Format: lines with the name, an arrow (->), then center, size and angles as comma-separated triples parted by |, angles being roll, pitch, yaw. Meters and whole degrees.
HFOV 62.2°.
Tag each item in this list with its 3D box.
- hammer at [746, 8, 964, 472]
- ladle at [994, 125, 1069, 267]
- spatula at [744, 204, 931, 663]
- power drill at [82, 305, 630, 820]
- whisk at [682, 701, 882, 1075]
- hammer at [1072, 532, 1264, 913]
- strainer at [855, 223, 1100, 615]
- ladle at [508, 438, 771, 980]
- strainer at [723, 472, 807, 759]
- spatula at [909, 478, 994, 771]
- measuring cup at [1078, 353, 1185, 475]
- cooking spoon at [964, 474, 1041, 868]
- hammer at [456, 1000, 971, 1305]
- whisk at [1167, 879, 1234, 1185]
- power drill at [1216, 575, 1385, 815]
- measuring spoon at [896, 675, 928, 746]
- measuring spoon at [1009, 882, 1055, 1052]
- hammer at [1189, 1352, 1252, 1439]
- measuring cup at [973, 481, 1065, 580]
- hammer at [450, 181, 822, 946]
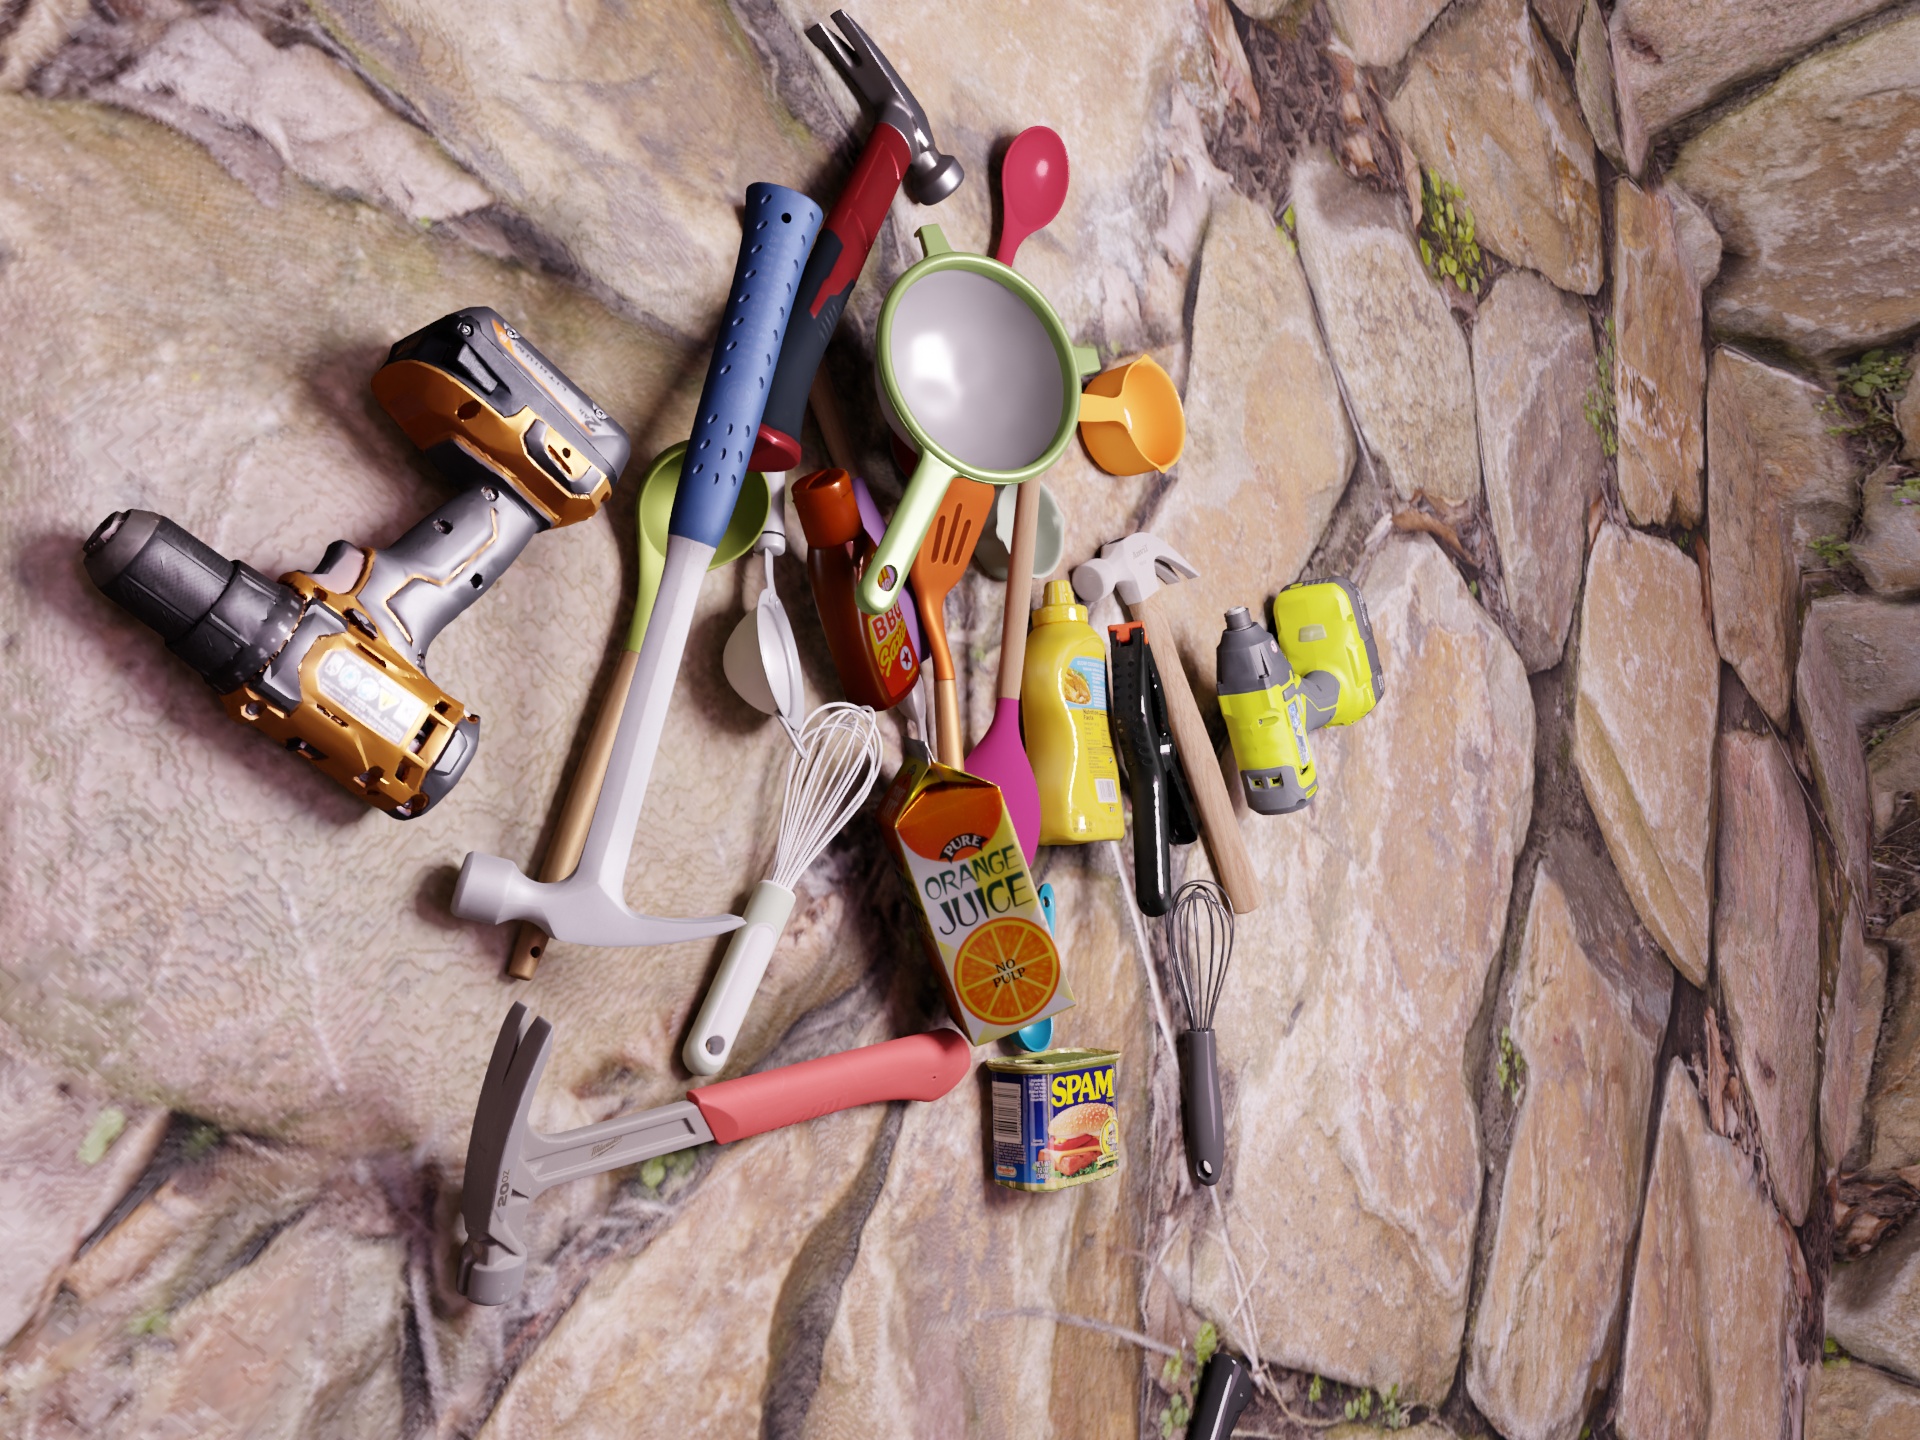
hammer -> -0.087, -0.297, 0.987 | 0.143, 0.038, 0.387 | 47, 40, -31
ladle -> 0.026, -0.314, 1.179 | 0.069, 0.031, 0.316 | 37, 58, -39
spatula -> -0.081, -0.181, 1.036 | 0.060, 0.018, 0.315 | -32, 108, -46
power drill -> -0.277, -0.092, 0.752 | 0.185, 0.084, 0.226 | 43, 58, -33
whisk -> -0.104, 0.094, 0.936 | 0.057, 0.059, 0.246 | 35, 62, -25
hammer -> 0.186, 0.004, 1.298 | 0.130, 0.031, 0.331 | -36, 110, -46
strainer -> -0.020, -0.171, 0.997 | 0.151, 0.069, 0.256 | 33, 67, -23
ladle -> -0.179, -0.013, 0.865 | 0.078, 0.062, 0.320 | 33, 62, -37
strainer -> -0.117, -0.098, 0.963 | 0.086, 0.050, 0.259 | 58, 28, -69
spatula -> -0.002, -0.003, 1.063 | 0.081, 0.041, 0.322 | -1, 86, -56
measuring cup -> 0.107, -0.235, 1.239 | 0.173, 0.052, 0.095 | -8, 89, -48
cooking spoon -> 0.035, -0.040, 1.098 | 0.068, 0.017, 0.319 | 7, 84, -16
hammer -> -0.114, 0.205, 0.884 | 0.359, 0.037, 0.149 | 0, 108, -52
whisk -> 0.192, 0.245, 1.248 | 0.055, 0.055, 0.239 | 0, 87, -49
power drill -> 0.286, -0.038, 1.362 | 0.223, 0.080, 0.171 | -35, 112, -54
measuring spoon -> -0.031, 0.029, 1.059 | 0.034, 0.018, 0.124 | -26, 111, -78
measuring spoon -> 0.050, 0.174, 1.125 | 0.042, 0.021, 0.129 | 38, 47, -37
hammer -> 0.144, 0.614, 1.130 | 0.146, 0.035, 0.335 | 52, 48, -30
measuring cup -> 0.026, -0.181, 1.146 | 0.083, 0.038, 0.167 | -20, 96, -49
hammer -> -0.137, -0.080, 0.826 | 0.144, 0.035, 0.405 | 16, 84, -17
